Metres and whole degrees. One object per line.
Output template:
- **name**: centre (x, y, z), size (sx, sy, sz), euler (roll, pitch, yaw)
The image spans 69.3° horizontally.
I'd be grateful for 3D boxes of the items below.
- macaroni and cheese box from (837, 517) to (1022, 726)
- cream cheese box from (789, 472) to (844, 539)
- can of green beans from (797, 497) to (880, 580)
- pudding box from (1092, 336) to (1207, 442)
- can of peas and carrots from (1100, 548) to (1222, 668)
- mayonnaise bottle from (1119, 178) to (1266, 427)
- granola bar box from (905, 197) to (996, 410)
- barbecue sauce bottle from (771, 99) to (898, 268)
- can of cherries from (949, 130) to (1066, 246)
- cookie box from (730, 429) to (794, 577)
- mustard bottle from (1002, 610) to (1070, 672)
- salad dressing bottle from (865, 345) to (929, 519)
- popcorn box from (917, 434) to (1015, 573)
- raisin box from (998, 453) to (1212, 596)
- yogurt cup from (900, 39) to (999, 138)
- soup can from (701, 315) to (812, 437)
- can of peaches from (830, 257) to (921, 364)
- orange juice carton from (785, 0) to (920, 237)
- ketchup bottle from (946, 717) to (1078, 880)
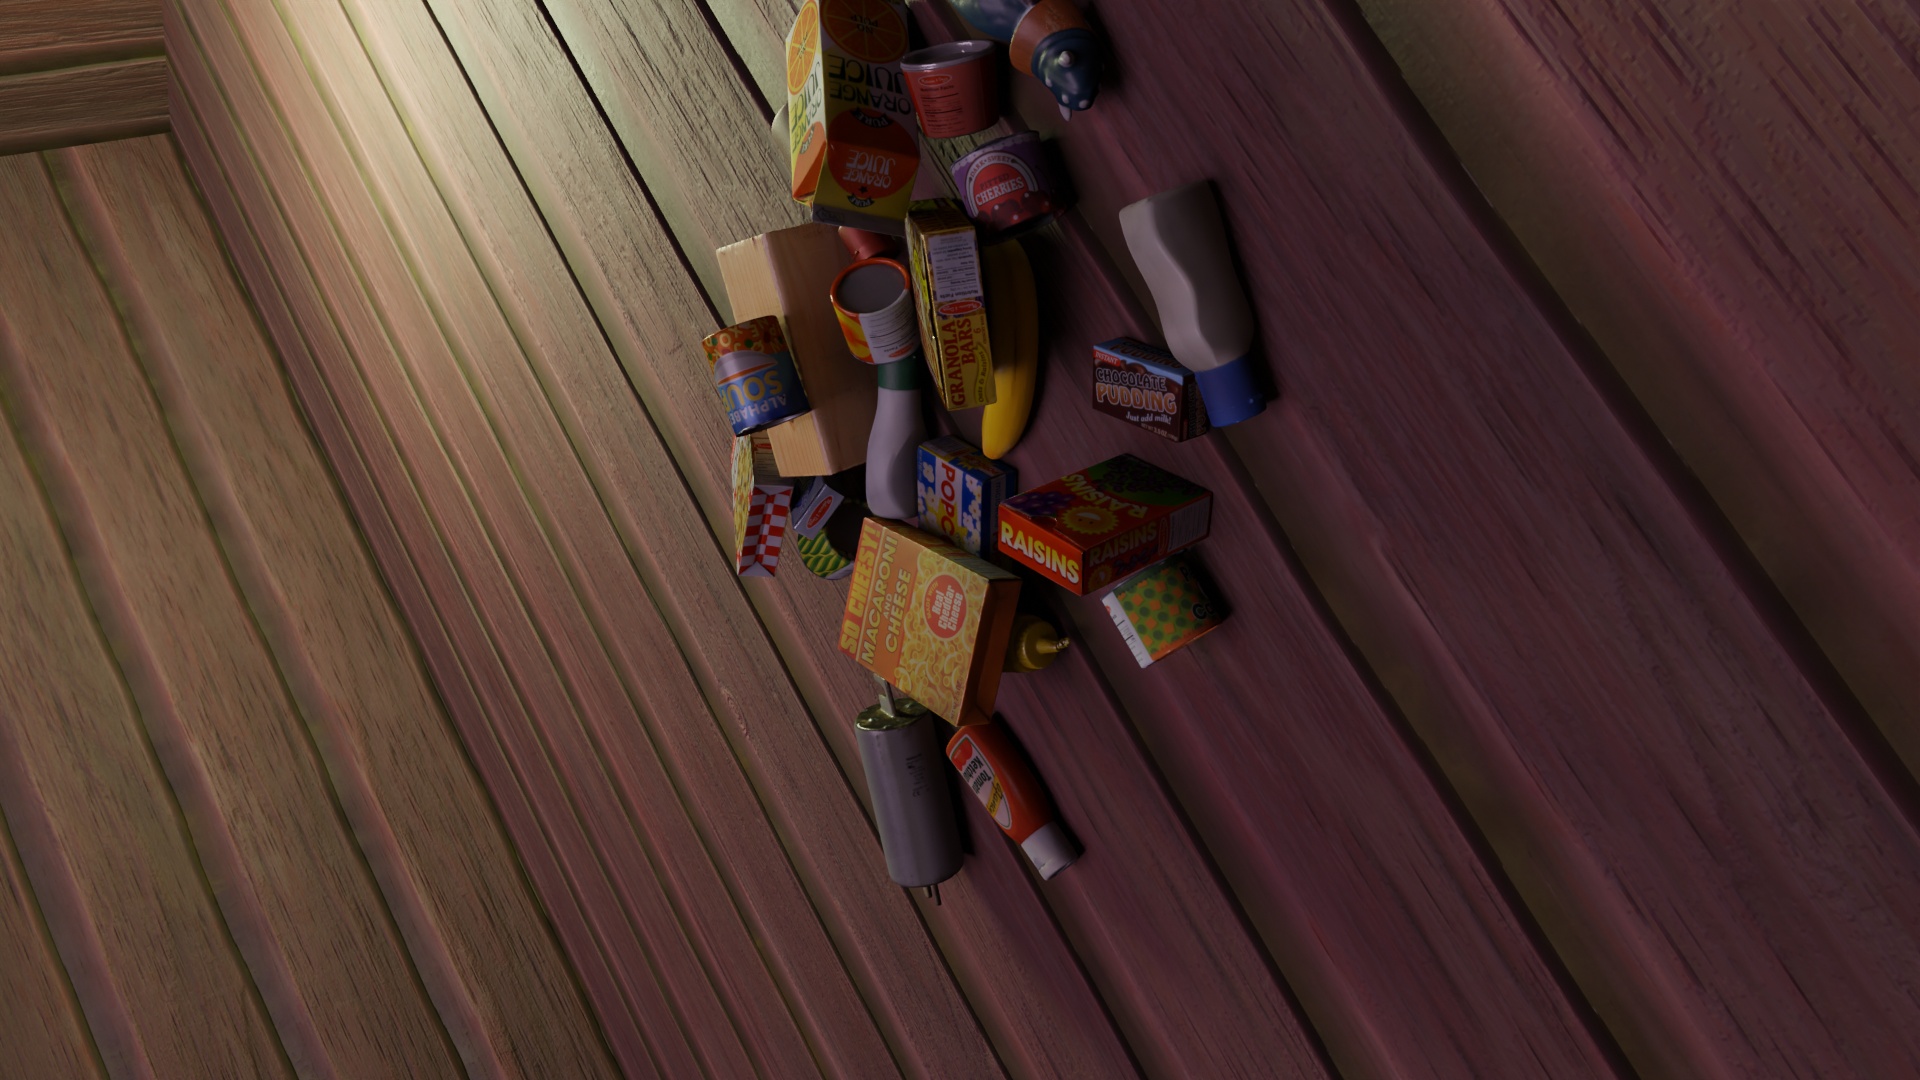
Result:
- **macaroni and cheese box**: centre (-0.028, 0.063, 1.138), size (0.167, 0.040, 0.123), euler (26, 108, 46)
- **cream cheese box**: centre (-0.134, -0.046, 1.276), size (0.053, 0.024, 0.104), euler (-52, 22, 14)
- **can of green beans**: centre (-0.110, -0.002, 1.293), size (0.057, 0.071, 0.071), euler (-27, 86, 56)
- **pudding box**: centre (0.128, -0.103, 0.940), size (0.084, 0.030, 0.049), euler (29, 129, 43)
- **can of peas and carrots**: centre (0.143, 0.048, 0.975), size (0.059, 0.071, 0.070), euler (60, 145, 10)
- **mayonnaise bottle**: centre (0.149, -0.145, 0.861), size (0.041, 0.065, 0.148), euler (-8, 105, 54)
- **granola bar box**: centre (-0.010, -0.176, 1.009), size (0.166, 0.039, 0.123), euler (-108, 9, -69)
- **barbecue sauce bottle**: centre (-0.101, -0.292, 1.139), size (0.148, 0.044, 0.064), euler (61, 146, 8)
- **can of cherries**: centre (0.033, -0.242, 0.957), size (0.071, 0.072, 0.058), euler (-17, 94, 56)
- **cookie box**: centre (-0.190, -0.068, 1.326), size (0.122, 0.040, 0.168), euler (108, 158, -44)
- **mustard bottle**: centre (0.033, 0.084, 1.148), size (0.160, 0.065, 0.048), euler (0, 104, 51)
- **salad dressing bottle**: centre (-0.052, -0.094, 1.167), size (0.044, 0.064, 0.147), euler (13, 109, 32)
- **popcorn box**: centre (0.004, -0.014, 1.153), size (0.085, 0.038, 0.126), euler (31, 132, 41)
- **raisin box**: centre (0.098, -0.013, 0.948), size (0.086, 0.124, 0.040), euler (31, 132, 42)
- **yogurt cup**: centre (-0.004, -0.316, 0.974), size (0.072, 0.073, 0.053), euler (22, 134, 47)
- **soup can**: centre (-0.168, -0.134, 1.133), size (0.071, 0.071, 0.083), euler (-15, 97, 56)
- **can of peaches**: centre (-0.067, -0.186, 1.114), size (0.071, 0.071, 0.057), euler (43, 164, 32)
- **orange juice carton**: centre (-0.079, -0.305, 1.008), size (0.072, 0.072, 0.193), euler (-42, 48, 55)
- **ketchup bottle**: centre (0.047, 0.228, 1.226), size (0.149, 0.044, 0.064), euler (53, 143, 20)
